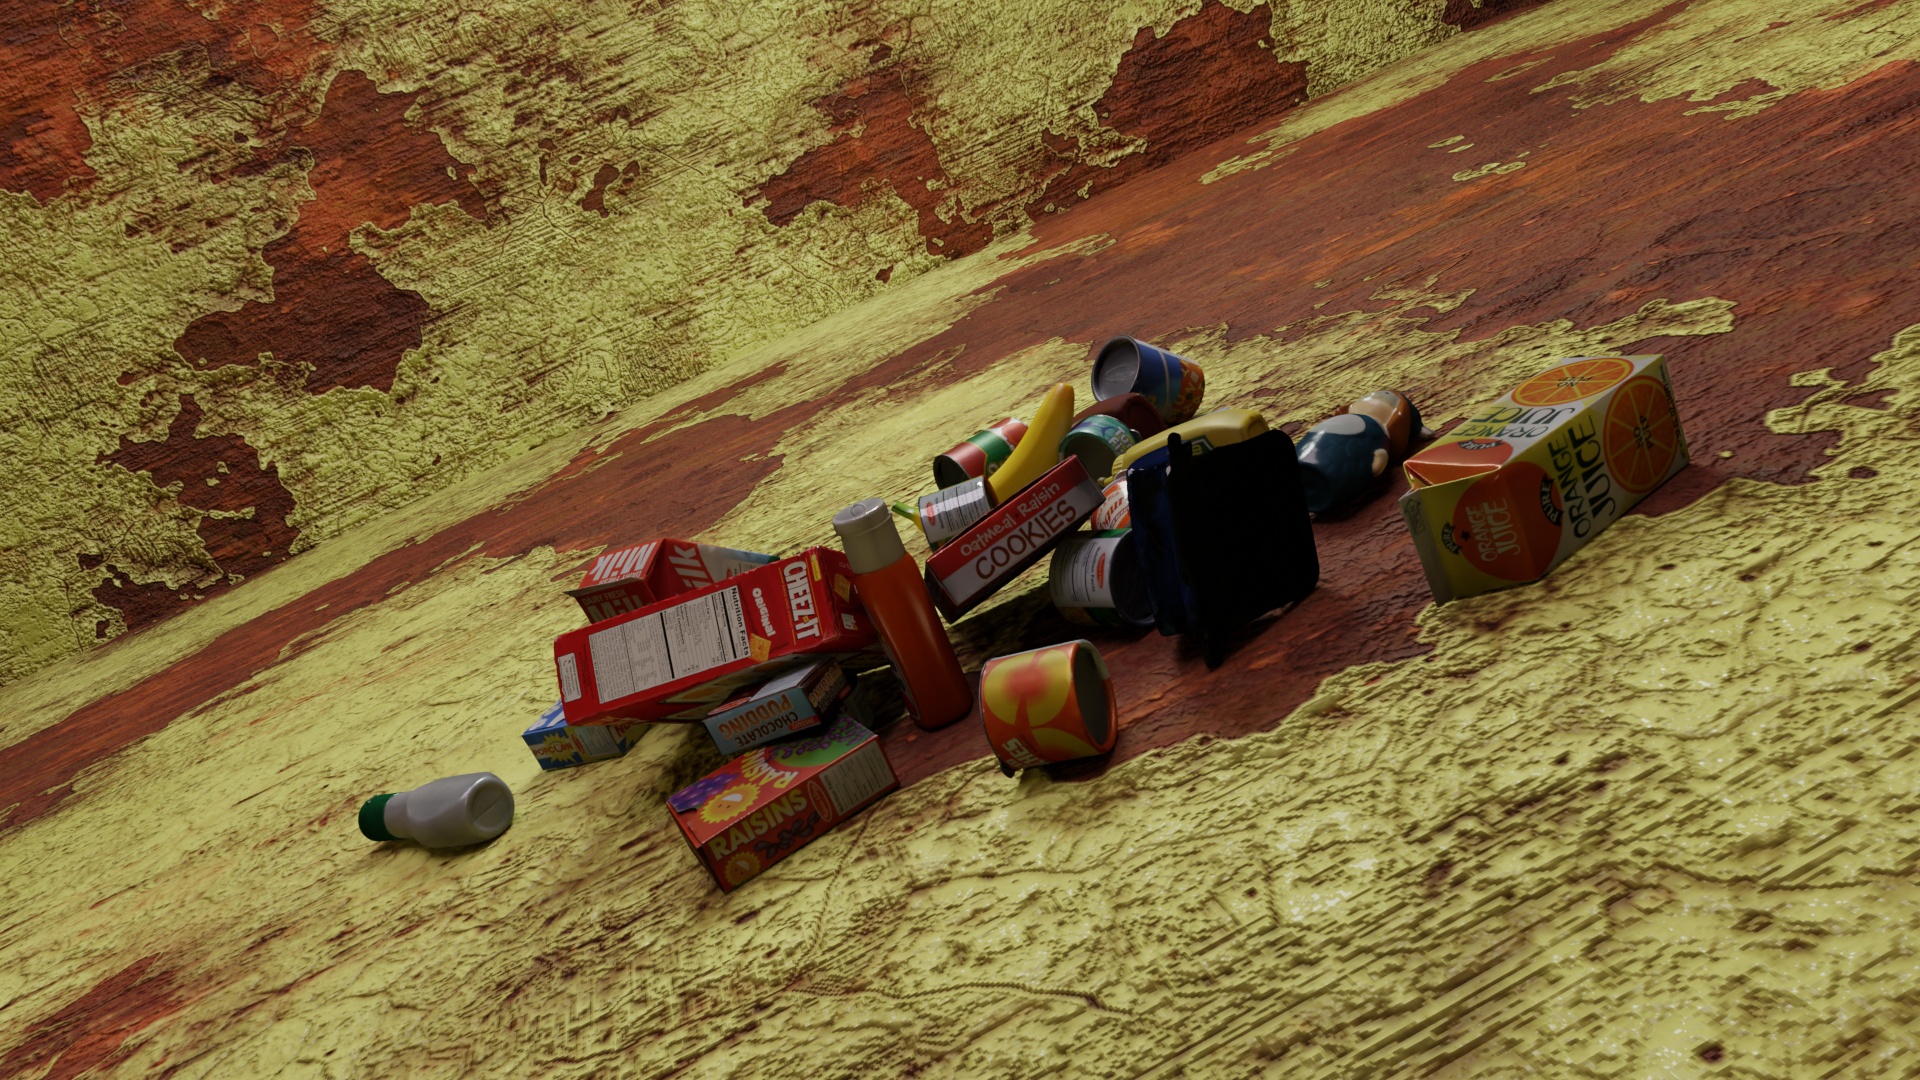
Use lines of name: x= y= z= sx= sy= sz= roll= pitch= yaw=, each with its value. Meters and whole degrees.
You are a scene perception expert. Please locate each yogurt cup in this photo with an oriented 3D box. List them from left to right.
yogurt cup: x=0.131 y=-0.007 z=0.986 sx=0.072 sy=0.072 sz=0.054 roll=-22 pitch=25 yaw=3

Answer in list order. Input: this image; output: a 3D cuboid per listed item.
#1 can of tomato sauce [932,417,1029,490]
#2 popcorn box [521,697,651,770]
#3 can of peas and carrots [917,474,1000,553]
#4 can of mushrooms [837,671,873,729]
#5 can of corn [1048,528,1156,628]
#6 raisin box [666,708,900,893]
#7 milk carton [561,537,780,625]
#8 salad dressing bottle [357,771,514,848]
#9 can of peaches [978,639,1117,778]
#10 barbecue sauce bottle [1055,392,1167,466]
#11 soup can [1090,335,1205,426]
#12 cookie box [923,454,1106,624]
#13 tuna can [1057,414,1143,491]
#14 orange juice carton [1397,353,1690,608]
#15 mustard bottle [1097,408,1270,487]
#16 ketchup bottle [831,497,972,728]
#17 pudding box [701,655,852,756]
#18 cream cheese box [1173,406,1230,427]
can of tomato sauce: x=0.028 y=-0.067 z=1.284 sx=0.083 sy=0.071 sz=0.071 roll=-31 pitch=19 yaw=-26
popcorn box: x=-0.283 y=0.133 z=1.133 sx=0.085 sy=0.038 sz=0.127 roll=-13 pitch=20 yaw=25
can of peas and carrots: x=0.004 y=-0.015 z=1.164 sx=0.058 sy=0.070 sz=0.071 roll=-19 pitch=18 yaw=11
can of mushrooms: x=-0.096 y=0.121 z=0.943 sx=0.071 sy=0.033 sz=0.071 roll=-21 pitch=18 yaw=7
can of corn: x=0.103 y=0.025 z=0.924 sx=0.071 sy=0.071 sz=0.058 roll=-36 pitch=21 yaw=-36
raisin box: x=-0.110 y=0.155 z=0.851 sx=0.124 sy=0.040 sz=0.086 roll=-30 pitch=19 yaw=-18
milk carton: x=-0.225 y=0.044 z=1.115 sx=0.072 sy=0.073 sz=0.190 roll=-13 pitch=-13 yaw=27
salad dressing bottle: x=-0.402 y=0.207 z=1.057 sx=0.147 sy=0.044 sz=0.064 roll=-12 pitch=23 yaw=35
can of peaches: x=0.051 y=0.095 z=0.785 sx=0.058 sy=0.071 sz=0.071 roll=-15 pitch=19 yaw=23
barbecue sauce bottle: x=0.121 y=-0.091 z=1.248 sx=0.044 sy=0.064 sz=0.148 roll=-43 pitch=16 yaw=-26
soup can: x=0.172 y=-0.142 z=1.272 sx=0.084 sy=0.071 sz=0.071 roll=13 pitch=-5 yaw=-34
cookie box: x=0.033 y=0.003 z=0.978 sx=0.123 sy=0.040 sz=0.167 roll=-36 pitch=-5 yaw=-6
tuna can: x=0.120 y=-0.071 z=1.177 sx=0.071 sy=0.071 sz=0.033 roll=-7 pitch=25 yaw=42
orange juice carton: x=0.330 y=-0.037 z=0.807 sx=0.193 sy=0.071 sz=0.073 roll=-31 pitch=18 yaw=-23
mustard bottle: x=0.169 y=-0.057 z=1.090 sx=0.160 sy=0.065 sz=0.049 roll=-15 pitch=13 yaw=43
ketchup bottle: x=-0.038 y=0.045 z=0.899 sx=0.043 sy=0.148 sz=0.065 roll=-23 pitch=17 yaw=-4
pudding box: x=-0.118 y=0.106 z=0.891 sx=0.083 sy=0.030 sz=0.050 roll=-21 pitch=12 yaw=26
cream cheese box: x=0.209 y=-0.080 z=1.163 sx=0.053 sy=0.024 sz=0.104 roll=-21 pitch=17 yaw=12
